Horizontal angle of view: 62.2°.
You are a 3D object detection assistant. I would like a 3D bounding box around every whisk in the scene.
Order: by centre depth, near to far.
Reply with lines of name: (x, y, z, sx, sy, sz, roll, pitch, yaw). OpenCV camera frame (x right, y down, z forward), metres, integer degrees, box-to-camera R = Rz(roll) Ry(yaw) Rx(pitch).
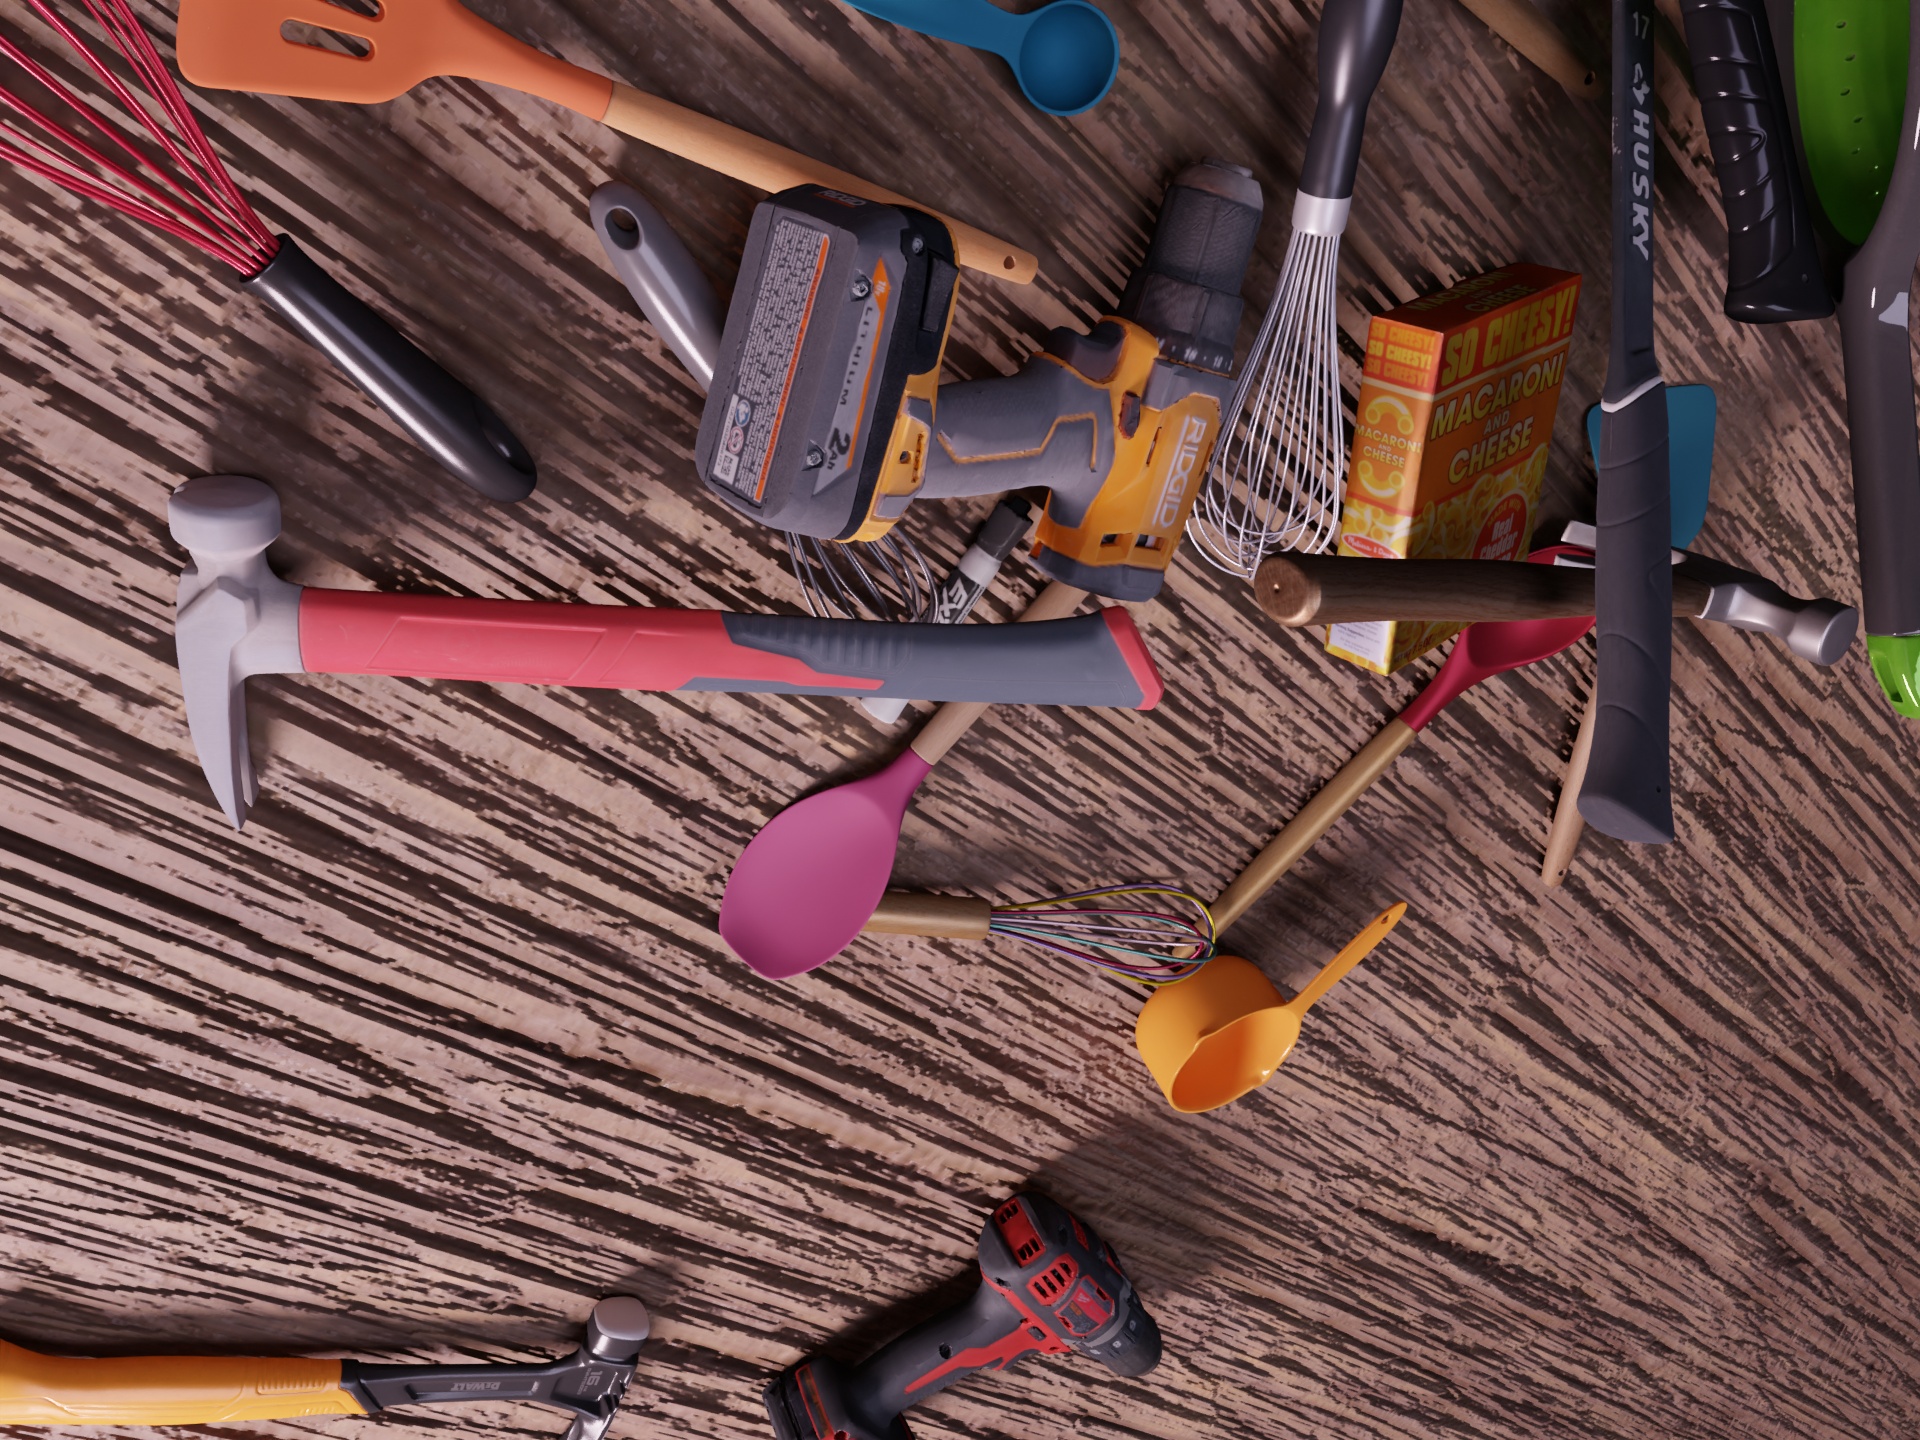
whisk: (-0.248, -0.169, 0.531, 0.073, 0.073, 0.295, -41, 132, 5)
whisk: (-0.078, -0.113, 0.648, 0.055, 0.055, 0.238, -34, 122, -1)
whisk: (0.146, -0.185, 0.676, 0.070, 0.070, 0.284, -8, 126, -18)
whisk: (0.031, 0.110, 0.833, 0.244, 0.051, 0.047, 8, 122, -24)

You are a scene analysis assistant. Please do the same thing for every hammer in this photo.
hammer: (0.291, -0.314, 0.615, 0.146, 0.035, 0.334, -26, 107, -16)
hammer: (-0.109, -0.015, 0.650, 0.386, 0.038, 0.143, 3, 120, -11)
hammer: (0.280, -0.154, 0.657, 0.149, 0.036, 0.409, 3, 87, -33)
hammer: (0.257, -0.059, 0.710, 0.331, 0.130, 0.031, -3, 115, -35)
hammer: (-0.340, 0.352, 0.828, 0.336, 0.034, 0.127, 13, 113, -29)

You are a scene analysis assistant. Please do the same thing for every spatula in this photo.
spatula: (-0.103, -0.213, 0.575, 0.322, 0.041, 0.081, 12, 108, -30)
spatula: (0.364, -0.032, 0.901, 0.082, 0.044, 0.317, -13, 129, -17)

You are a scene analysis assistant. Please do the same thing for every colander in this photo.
colander: (0.403, -0.201, 0.638, 0.094, 0.204, 0.397, -6, 94, 13)

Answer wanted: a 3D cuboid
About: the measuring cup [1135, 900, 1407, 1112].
measuring cup: (0.173, 0.147, 0.902, 0.173, 0.052, 0.095, -44, 139, 7)

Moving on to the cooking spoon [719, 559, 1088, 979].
cooking spoon: (-0.001, -0.002, 0.755, 0.069, 0.017, 0.319, 42, 97, 6)

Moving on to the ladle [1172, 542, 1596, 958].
ladle: (0.228, 0.022, 0.872, 0.069, 0.031, 0.315, 37, 103, -24)

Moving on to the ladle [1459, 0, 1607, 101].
ladle: (0.158, -0.324, 0.626, 0.320, 0.062, 0.078, 16, 111, -38)

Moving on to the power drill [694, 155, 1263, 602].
power drill: (0.025, -0.146, 0.625, 0.226, 0.084, 0.185, 3, 112, -41)

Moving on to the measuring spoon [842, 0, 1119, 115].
measuring spoon: (0.000, -0.268, 0.604, 0.128, 0.021, 0.042, 13, 115, -19)

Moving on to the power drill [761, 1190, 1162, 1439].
power drill: (0.013, 0.408, 0.991, 0.226, 0.080, 0.187, -38, 127, -2)
